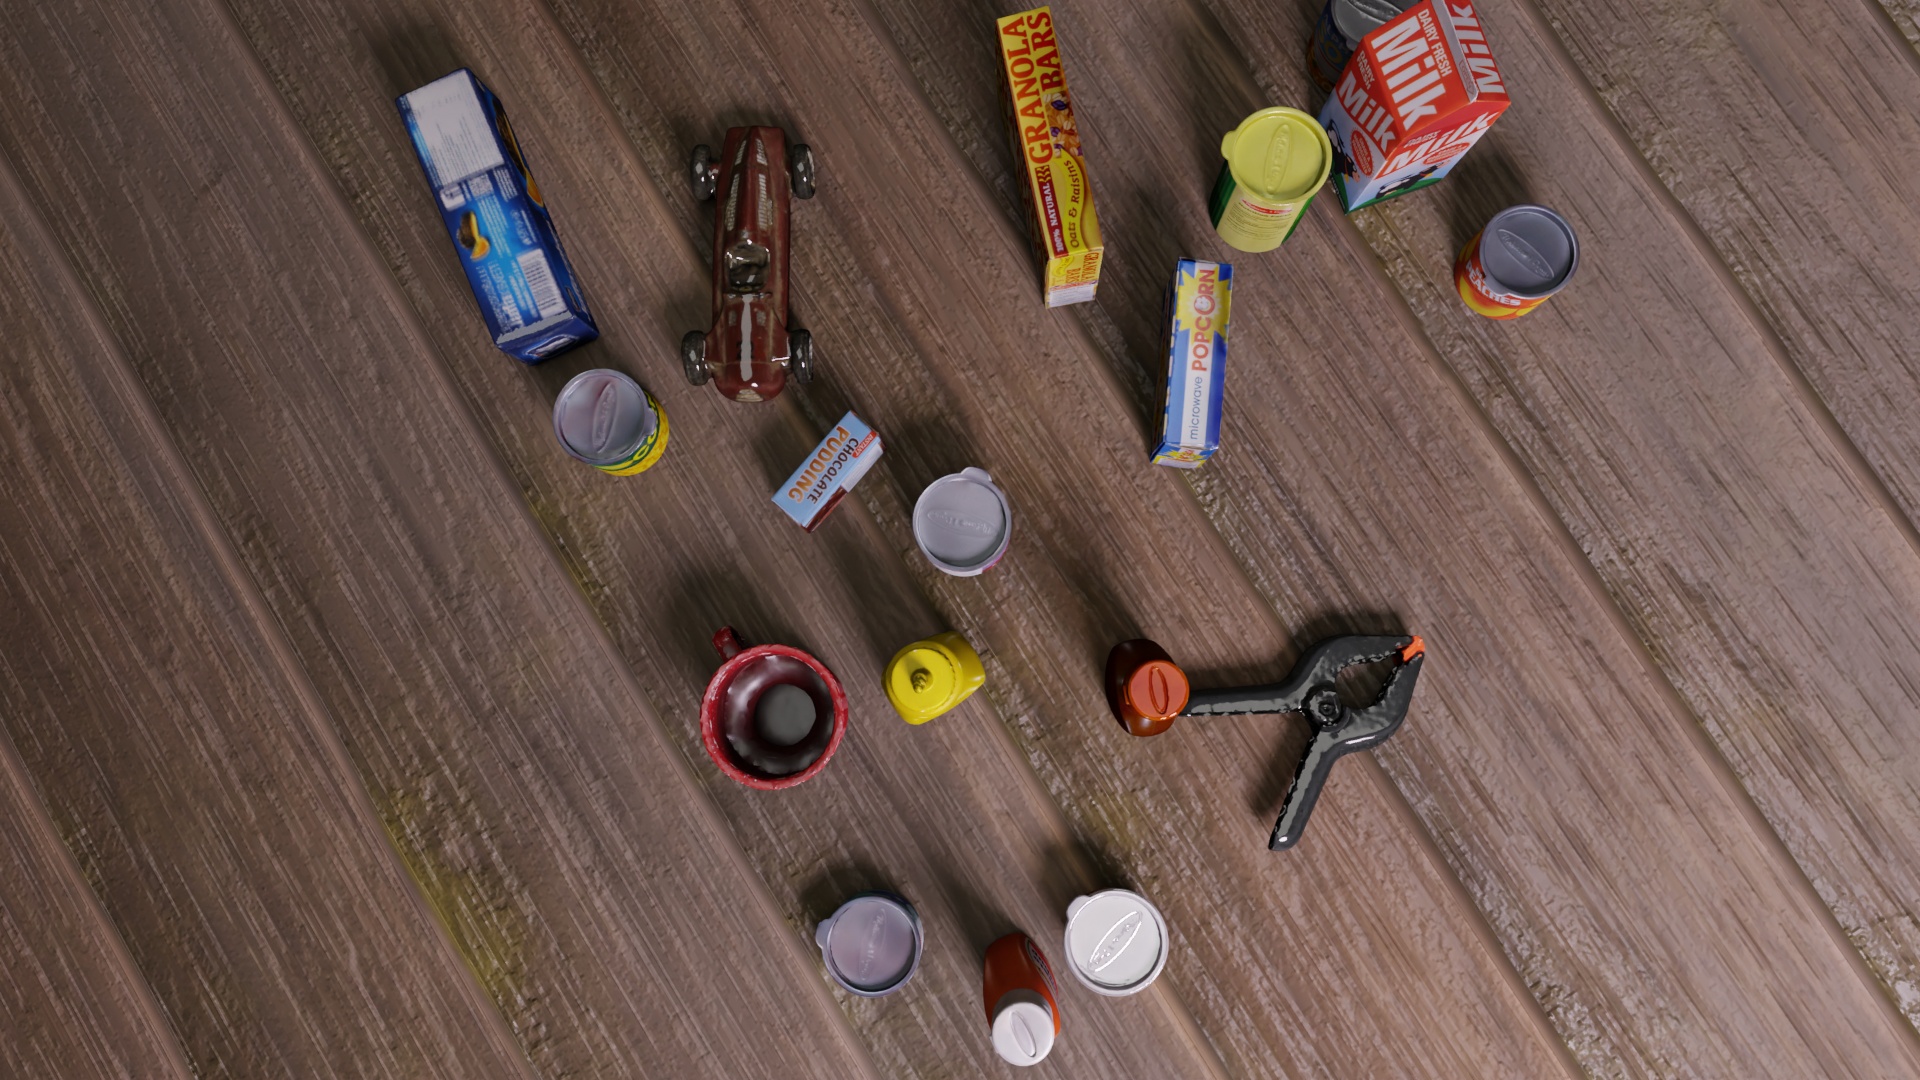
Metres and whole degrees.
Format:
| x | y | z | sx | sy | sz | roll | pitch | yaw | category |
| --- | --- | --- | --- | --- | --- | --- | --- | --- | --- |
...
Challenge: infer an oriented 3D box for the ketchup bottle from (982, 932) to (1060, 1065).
| x | y | z | sx | sy | sz | roll | pitch | yaw | category |
| --- | --- | --- | --- | --- | --- | --- | --- | --- | --- |
| 0.038 | 0.290 | 0.869 | 0.043 | 0.148 | 0.065 | -26 | 84 | 0 | ketchup bottle |

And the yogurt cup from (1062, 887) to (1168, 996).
| x | y | z | sx | sy | sz | roll | pitch | yaw | category |
| --- | --- | --- | --- | --- | --- | --- | --- | --- | --- |
| 0.101 | 0.261 | 0.918 | 0.072 | 0.054 | 0.072 | 0 | 84 | 2 | yogurt cup |

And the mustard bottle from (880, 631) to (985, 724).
| x | y | z | sx | sy | sz | roll | pitch | yaw | category |
| --- | --- | --- | --- | --- | --- | --- | --- | --- | --- |
| -0.020 | 0.087 | 0.887 | 0.065 | 0.160 | 0.049 | -33 | 84 | -1 | mustard bottle |

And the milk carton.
| x | y | z | sx | sy | sz | roll | pitch | yaw | category |
| --- | --- | --- | --- | --- | --- | --- | --- | --- | --- |
| 0.292 | -0.282 | 0.898 | 0.073 | 0.190 | 0.072 | -19 | 84 | 1 | milk carton |

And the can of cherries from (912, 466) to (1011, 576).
| x | y | z | sx | sy | sz | roll | pitch | yaw | category |
| --- | --- | --- | --- | --- | --- | --- | --- | --- | --- |
| 0.003 | -0.012 | 0.947 | 0.071 | 0.058 | 0.071 | 0 | 84 | 2 | can of cherries |

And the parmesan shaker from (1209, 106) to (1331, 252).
| x | y | z | sx | sy | sz | roll | pitch | yaw | category |
| --- | --- | --- | --- | --- | --- | --- | --- | --- | --- |
| 0.205 | -0.243 | 0.941 | 0.071 | 0.103 | 0.071 | 0 | 85 | 2 | parmesan shaker |

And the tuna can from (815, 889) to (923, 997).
| x | y | z | sx | sy | sz | roll | pitch | yaw | category |
| --- | --- | --- | --- | --- | --- | --- | --- | --- | --- |
| -0.061 | 0.269 | 0.934 | 0.071 | 0.033 | 0.071 | 0 | 84 | 2 | tuna can |

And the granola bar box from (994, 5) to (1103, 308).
| x | y | z | sx | sy | sz | roll | pitch | yaw | category |
| --- | --- | --- | --- | --- | --- | --- | --- | --- | --- |
| 0.058 | -0.252 | 0.937 | 0.039 | 0.124 | 0.165 | -12 | 84 | 1 | granola bar box |

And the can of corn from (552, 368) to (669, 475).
| x | y | z | sx | sy | sz | roll | pitch | yaw | category |
| --- | --- | --- | --- | --- | --- | --- | --- | --- | --- |
| -0.239 | -0.080 | 0.964 | 0.071 | 0.058 | 0.071 | 0 | 84 | 2 | can of corn |

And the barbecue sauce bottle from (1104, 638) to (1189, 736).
| x | y | z | sx | sy | sz | roll | pitch | yaw | category |
| --- | --- | --- | --- | --- | --- | --- | --- | --- | --- |
| 0.118 | 0.094 | 0.887 | 0.044 | 0.148 | 0.065 | -8 | 84 | 2 | barbecue sauce bottle |

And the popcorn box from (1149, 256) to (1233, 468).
| x | y | z | sx | sy | sz | roll | pitch | yaw | category |
| --- | --- | --- | --- | --- | --- | --- | --- | --- | --- |
| 0.155 | -0.117 | 0.939 | 0.038 | 0.085 | 0.126 | 5 | 85 | 3 | popcorn box |

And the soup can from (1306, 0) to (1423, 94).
| x | y | z | sx | sy | sz | roll | pitch | yaw | category |
| --- | --- | --- | --- | --- | --- | --- | --- | --- | --- |
| 0.278 | -0.349 | 0.959 | 0.071 | 0.083 | 0.071 | 0 | 84 | 2 | soup can |

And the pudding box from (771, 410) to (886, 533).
| x | y | z | sx | sy | sz | roll | pitch | yaw | category |
| --- | --- | --- | --- | --- | --- | --- | --- | --- | --- |
| -0.090 | -0.046 | 0.959 | 0.030 | 0.049 | 0.084 | 41 | 87 | 5 | pudding box |

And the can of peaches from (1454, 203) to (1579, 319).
| x | y | z | sx | sy | sz | roll | pitch | yaw | category |
| --- | --- | --- | --- | --- | --- | --- | --- | --- | --- |
| 0.378 | -0.188 | 0.952 | 0.071 | 0.058 | 0.071 | 0 | 84 | 2 | can of peaches |
